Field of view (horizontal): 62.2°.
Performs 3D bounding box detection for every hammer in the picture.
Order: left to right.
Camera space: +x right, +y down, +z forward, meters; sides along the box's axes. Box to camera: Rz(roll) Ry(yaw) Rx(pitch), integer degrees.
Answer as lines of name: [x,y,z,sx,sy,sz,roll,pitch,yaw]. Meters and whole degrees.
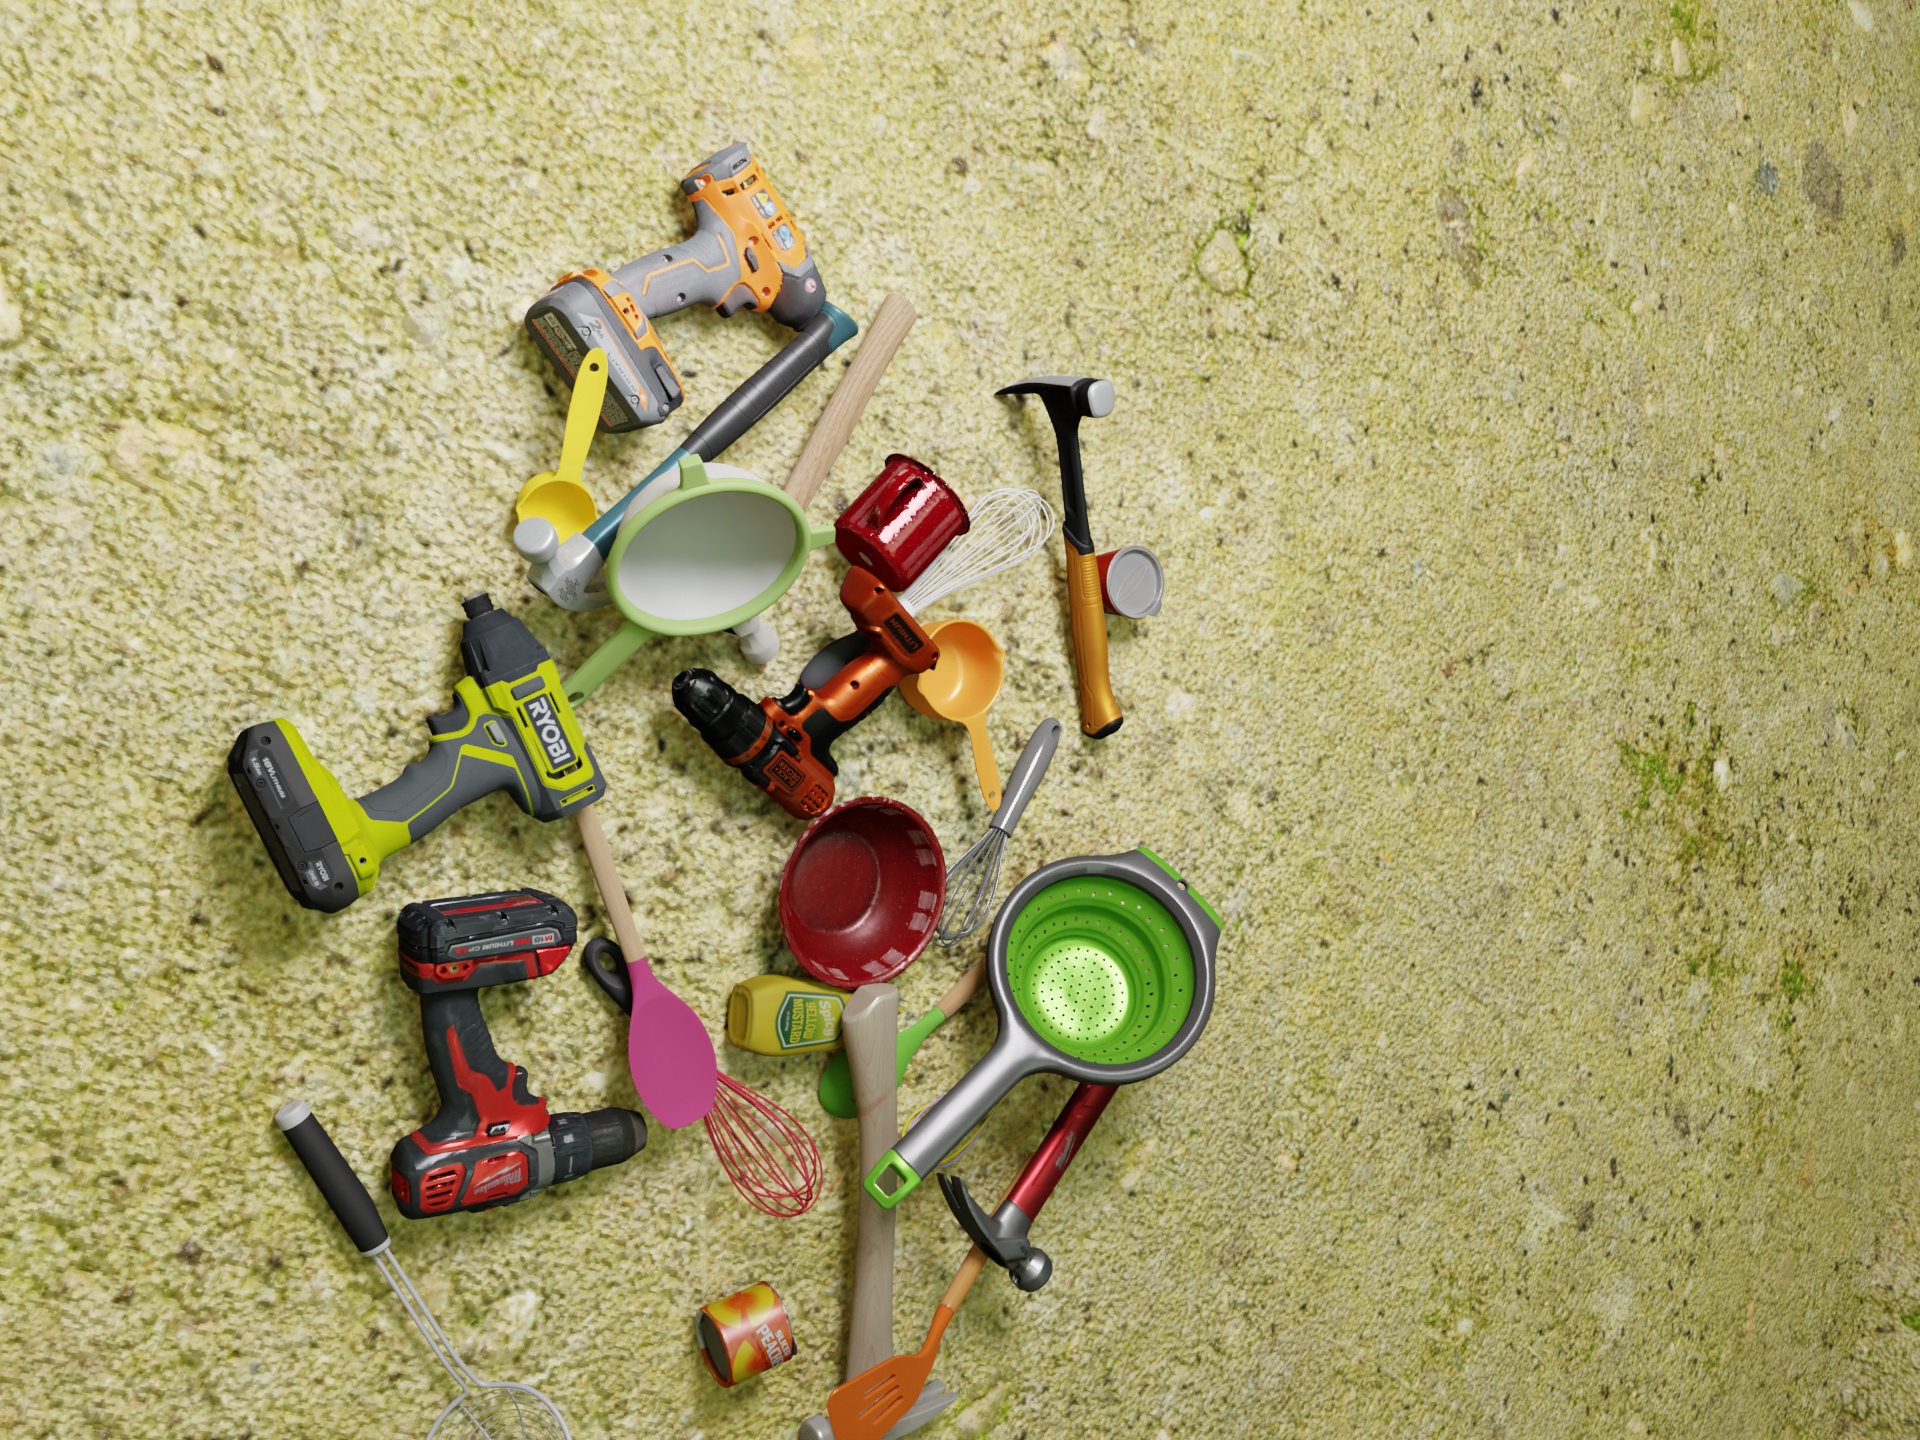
hammer: [-0.196,-0.206,1.197,0.033,0.128,0.331,37,71,16]
hammer: [-0.117,-0.215,1.290,0.331,0.031,0.129,-64,154,-20]
hammer: [-0.064,0.420,1.346,0.146,0.038,0.410,-6,104,-35]
hammer: [0.104,-0.143,1.440,0.034,0.127,0.336,-23,115,-33]
hammer: [0.123,0.321,1.462,0.386,0.038,0.143,-51,117,-32]

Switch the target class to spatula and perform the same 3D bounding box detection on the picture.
spatula: [-0.010,0.486,1.368,0.323,0.041,0.081,-48,132,-48]

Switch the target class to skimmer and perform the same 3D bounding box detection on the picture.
skimmer: [-0.390,0.435,1.122,0.127,0.090,0.363,-24,106,5]

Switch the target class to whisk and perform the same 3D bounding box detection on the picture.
whisk: [-0.203,0.285,1.265,0.073,0.073,0.295,-43,108,-25]
whisk: [-0.028,-0.111,1.365,0.284,0.070,0.070,-40,113,-21]
whisk: [0.033,0.096,1.425,0.055,0.055,0.239,40,66,-29]
whisk: [0.040,0.320,1.443,0.245,0.047,0.051,-32,122,-33]

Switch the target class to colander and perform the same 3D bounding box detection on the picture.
colander: [0.060,0.278,1.381,0.204,0.094,0.397,44,64,11]

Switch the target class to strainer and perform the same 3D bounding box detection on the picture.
strainer: [-0.226,-0.103,1.169,0.151,0.256,0.069,21,35,-49]

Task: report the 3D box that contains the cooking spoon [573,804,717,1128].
cooking spoon: [-0.256,0.158,1.214,0.068,0.017,0.319,-21,95,-33]

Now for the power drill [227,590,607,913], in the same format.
power drill: [-0.380,0.021,1.112,0.223,0.080,0.171,-28,100,-31]

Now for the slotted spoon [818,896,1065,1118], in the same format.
slotted spoon: [-0.001,0.243,1.417,0.314,0.031,0.070,-39,118,-28]

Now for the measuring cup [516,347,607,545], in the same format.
measuring cup: [-0.285,-0.200,1.162,0.062,0.029,0.156,8,114,-29]

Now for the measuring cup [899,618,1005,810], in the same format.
measuring cup: [-0.002,-0.004,1.389,0.095,0.052,0.173,-23,107,-31]

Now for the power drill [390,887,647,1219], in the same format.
power drill: [-0.322,0.243,1.169,0.187,0.080,0.226,-4,97,-34]

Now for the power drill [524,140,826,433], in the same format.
power drill: [-0.201,-0.317,1.221,0.226,0.084,0.164,-48,118,-27]
